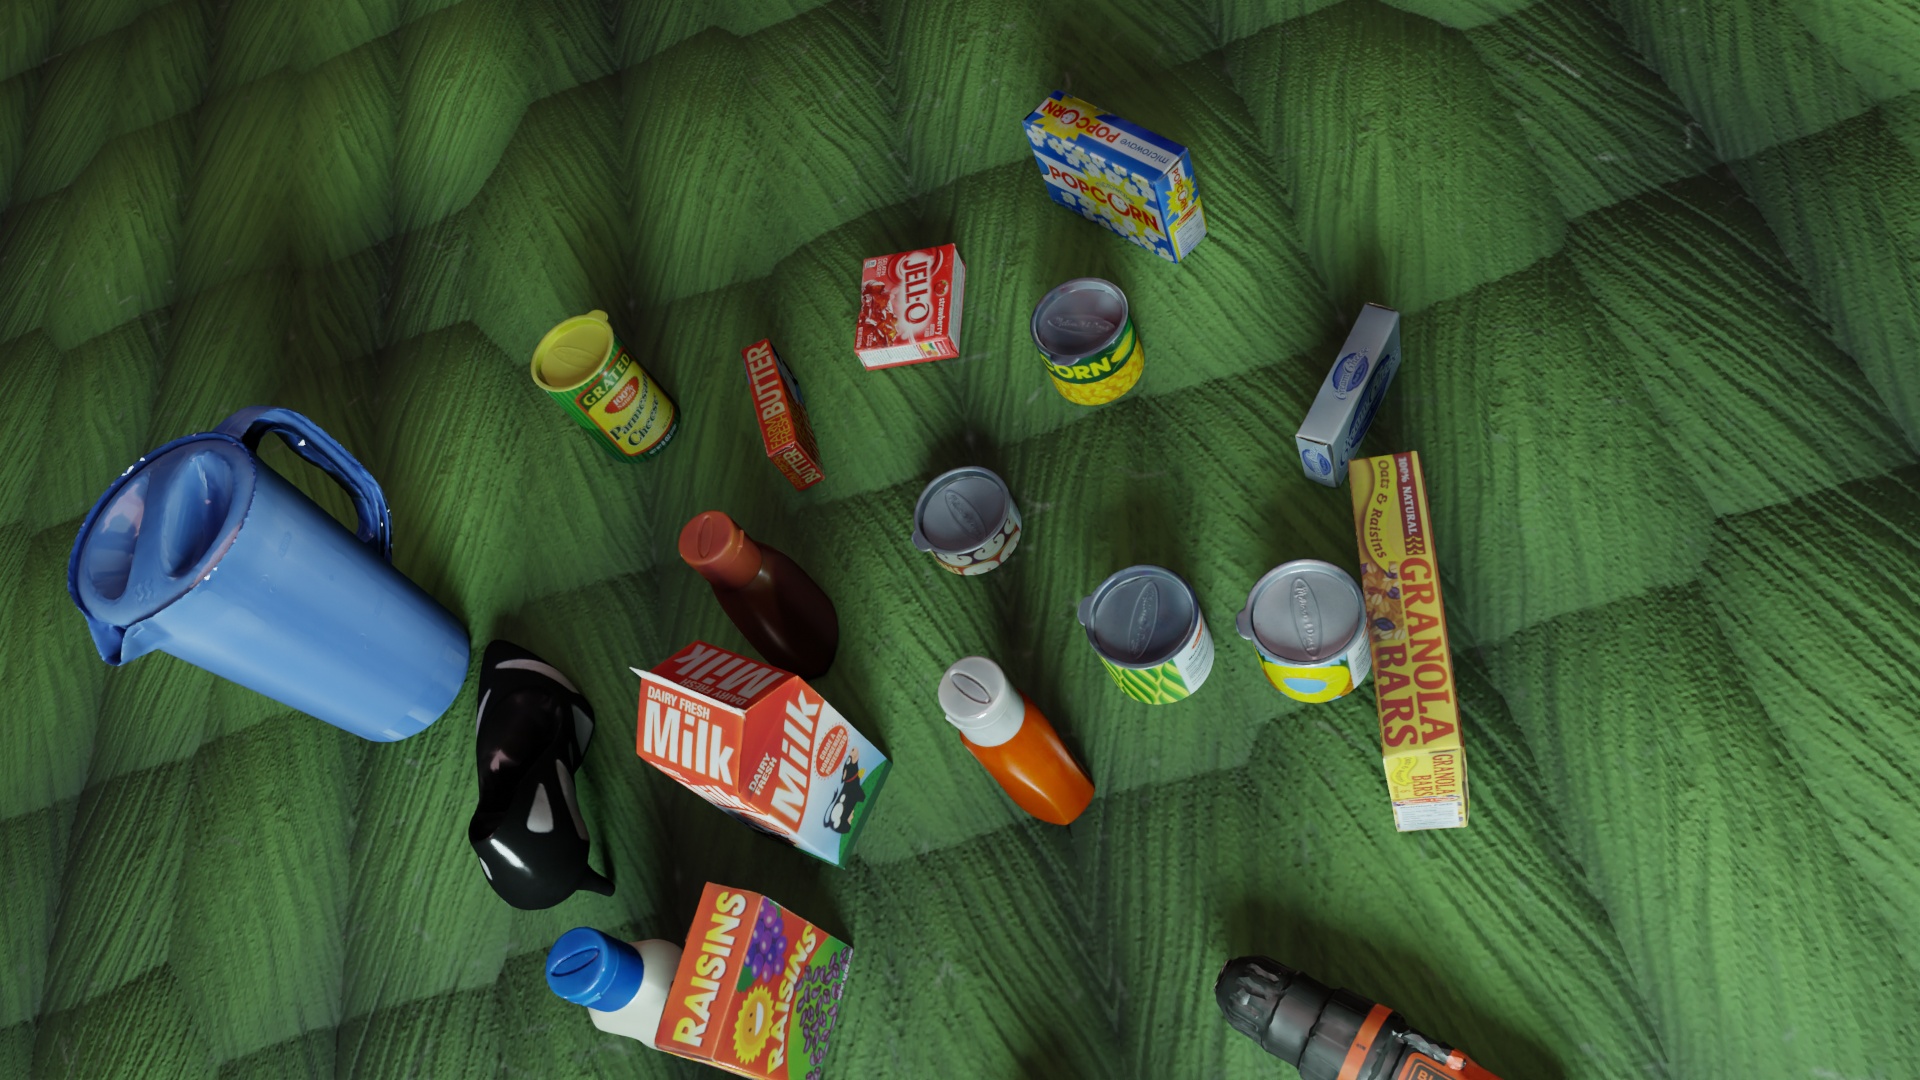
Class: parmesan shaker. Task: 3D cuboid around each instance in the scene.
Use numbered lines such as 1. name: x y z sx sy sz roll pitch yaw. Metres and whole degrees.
1. parmesan shaker: -0.257 -0.112 1.025 0.071 0.102 0.071 -9 59 16

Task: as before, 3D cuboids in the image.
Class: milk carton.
1. milk carton: -0.114 0.117 0.787 0.072 0.190 0.074 15 68 27

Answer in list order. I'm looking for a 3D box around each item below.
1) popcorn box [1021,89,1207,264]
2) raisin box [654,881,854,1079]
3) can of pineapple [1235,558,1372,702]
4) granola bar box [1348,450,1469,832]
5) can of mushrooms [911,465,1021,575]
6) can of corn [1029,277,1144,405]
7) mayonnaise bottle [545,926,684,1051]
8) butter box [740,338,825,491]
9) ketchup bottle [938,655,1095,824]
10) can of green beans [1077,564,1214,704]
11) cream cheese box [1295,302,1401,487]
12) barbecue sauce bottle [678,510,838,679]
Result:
1. popcorn box: 0.110 -0.257 0.980 0.127 0.085 0.038 36 79 33
2. raisin box: -0.108 0.244 0.752 0.040 0.123 0.086 5 64 23
3. can of pineapple: 0.196 0.052 0.787 0.071 0.057 0.071 -9 59 16
4. granola bar box: 0.236 0.055 0.730 0.039 0.123 0.166 -8 60 17
5. can of mushrooms: 0.003 -0.011 0.911 0.071 0.033 0.071 -9 59 16
6. can of corn: 0.085 -0.131 0.933 0.071 0.058 0.071 -9 59 16
7. mayonnaise bottle: -0.170 0.246 0.760 0.065 0.147 0.041 -26 56 6
8. butter box: -0.127 -0.090 0.993 0.024 0.053 0.104 -24 56 7
9. ketchup bottle: 0.028 0.109 0.763 0.065 0.148 0.043 33 77 32
10. can of green beans: 0.112 0.056 0.817 0.071 0.057 0.071 -9 59 16
11. cream cheese box: 0.240 -0.089 0.854 0.024 0.053 0.104 21 71 29
12. barbecue sauce bottle: -0.124 0.032 0.865 0.043 0.148 0.065 -10 59 16
